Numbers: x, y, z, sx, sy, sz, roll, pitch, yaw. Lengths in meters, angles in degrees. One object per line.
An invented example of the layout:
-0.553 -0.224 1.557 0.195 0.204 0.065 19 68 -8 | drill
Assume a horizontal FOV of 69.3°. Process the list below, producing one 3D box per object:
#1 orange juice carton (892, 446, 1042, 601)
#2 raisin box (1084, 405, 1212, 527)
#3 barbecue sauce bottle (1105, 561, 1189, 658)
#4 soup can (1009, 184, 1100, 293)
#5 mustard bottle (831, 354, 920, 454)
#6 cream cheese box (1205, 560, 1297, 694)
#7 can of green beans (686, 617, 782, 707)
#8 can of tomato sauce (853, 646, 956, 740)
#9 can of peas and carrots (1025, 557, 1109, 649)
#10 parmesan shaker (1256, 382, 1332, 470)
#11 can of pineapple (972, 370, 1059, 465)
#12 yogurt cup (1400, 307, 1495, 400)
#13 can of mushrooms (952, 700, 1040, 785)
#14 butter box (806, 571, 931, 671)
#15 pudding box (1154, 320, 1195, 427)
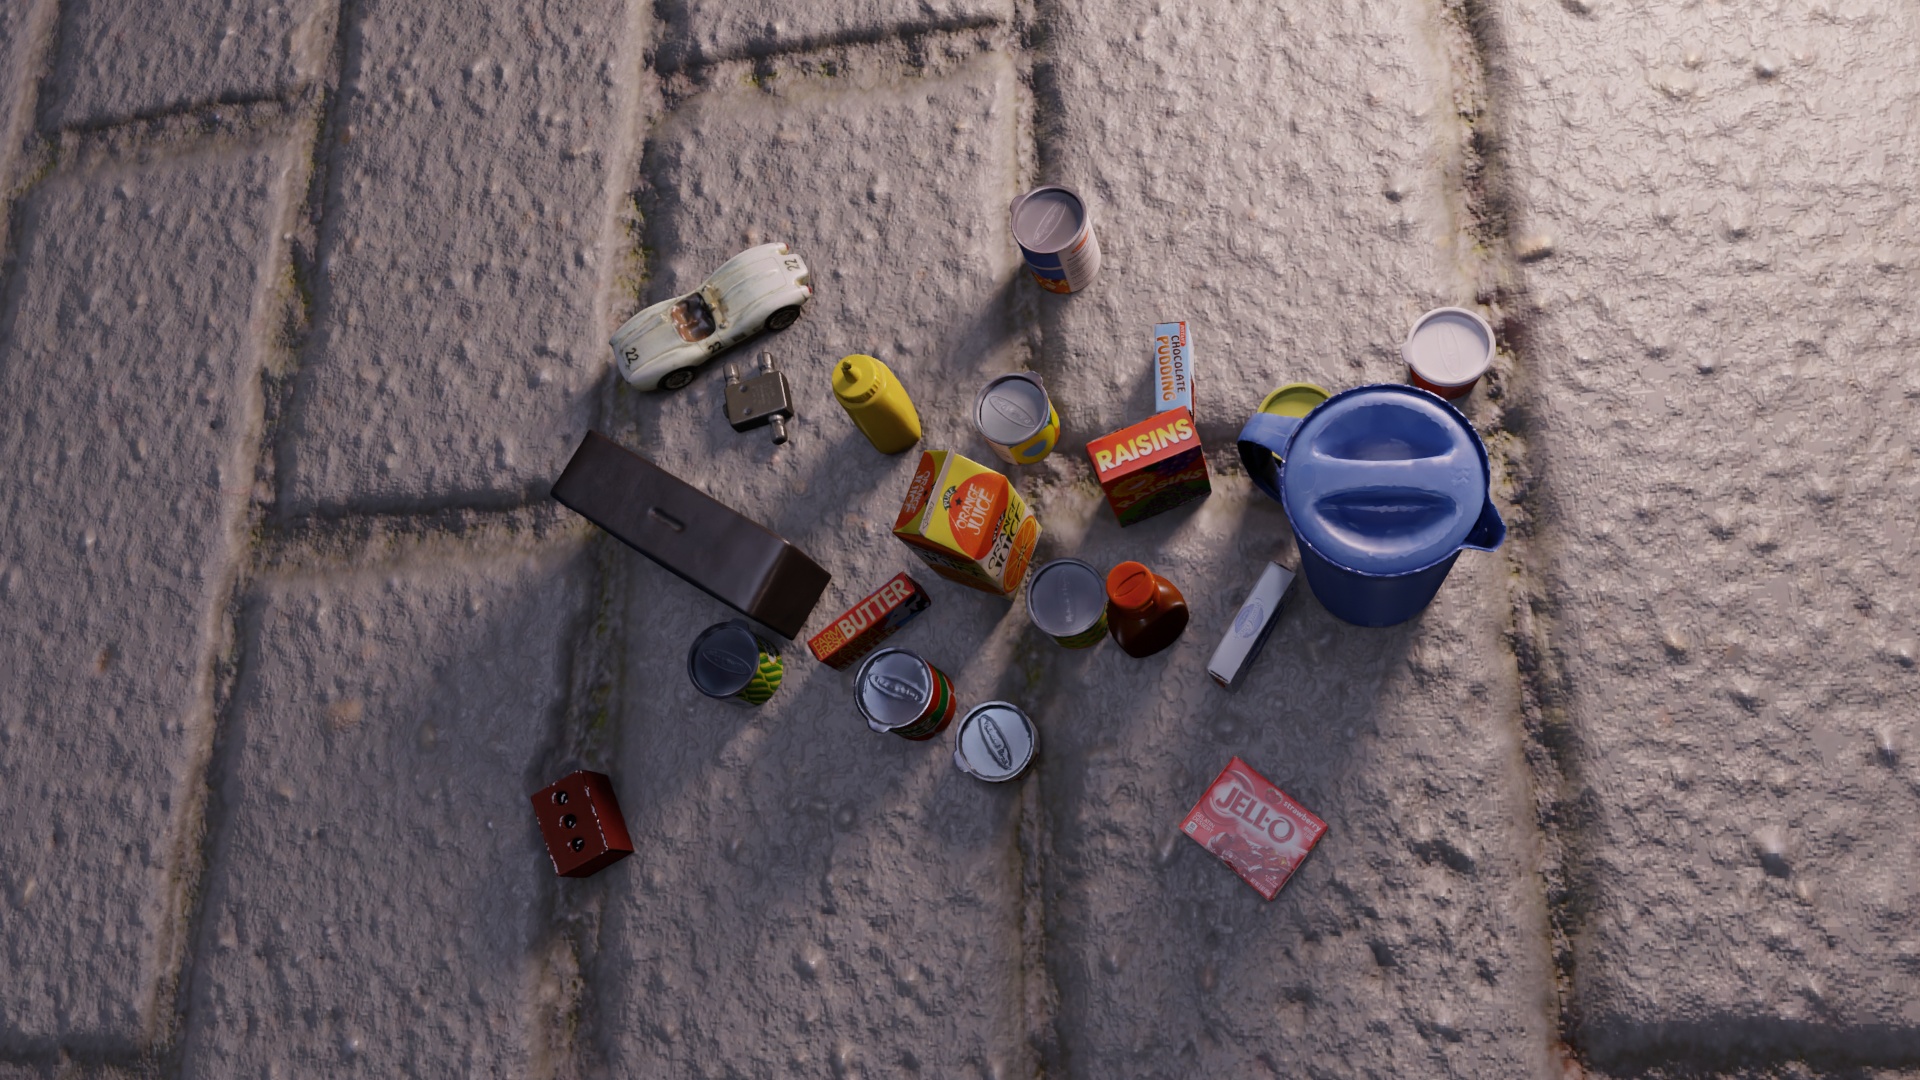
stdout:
0.004 -0.014 1.115 0.073 0.192 0.072 18 80 18 | orange juice carton
0.155 -0.059 1.127 0.086 0.123 0.040 -21 71 8 | raisin box
0.142 0.052 1.084 0.065 0.148 0.044 -37 69 2 | barbecue sauce bottle
0.083 -0.266 1.227 0.071 0.083 0.071 -4 74 13 | soup can
-0.077 -0.124 1.185 0.049 0.160 0.065 -25 70 6 | mustard bottle
0.233 0.070 1.107 0.024 0.053 0.104 30 83 20 | cream cheese box
-0.194 0.109 1.202 0.071 0.057 0.071 -4 74 13 | can of green beans
-0.044 0.130 1.144 0.071 0.083 0.071 -4 74 13 | can of tomato sauce
0.094 0.052 1.145 0.071 0.058 0.071 -4 74 13 | can of peas and carrots
0.273 -0.075 1.112 0.071 0.103 0.071 -4 74 13 | parmesan shaker
0.051 -0.105 1.202 0.071 0.057 0.071 -4 74 13 | can of pineapple
0.396 -0.148 1.129 0.072 0.054 0.072 -4 74 13 | yogurt cup
0.029 0.168 1.141 0.071 0.033 0.071 -4 73 13 | can of mushrooms
-0.077 0.070 1.186 0.103 0.053 0.024 -37 69 2 | butter box
0.183 -0.139 1.183 0.030 0.049 0.084 -3 74 14 | pudding box
